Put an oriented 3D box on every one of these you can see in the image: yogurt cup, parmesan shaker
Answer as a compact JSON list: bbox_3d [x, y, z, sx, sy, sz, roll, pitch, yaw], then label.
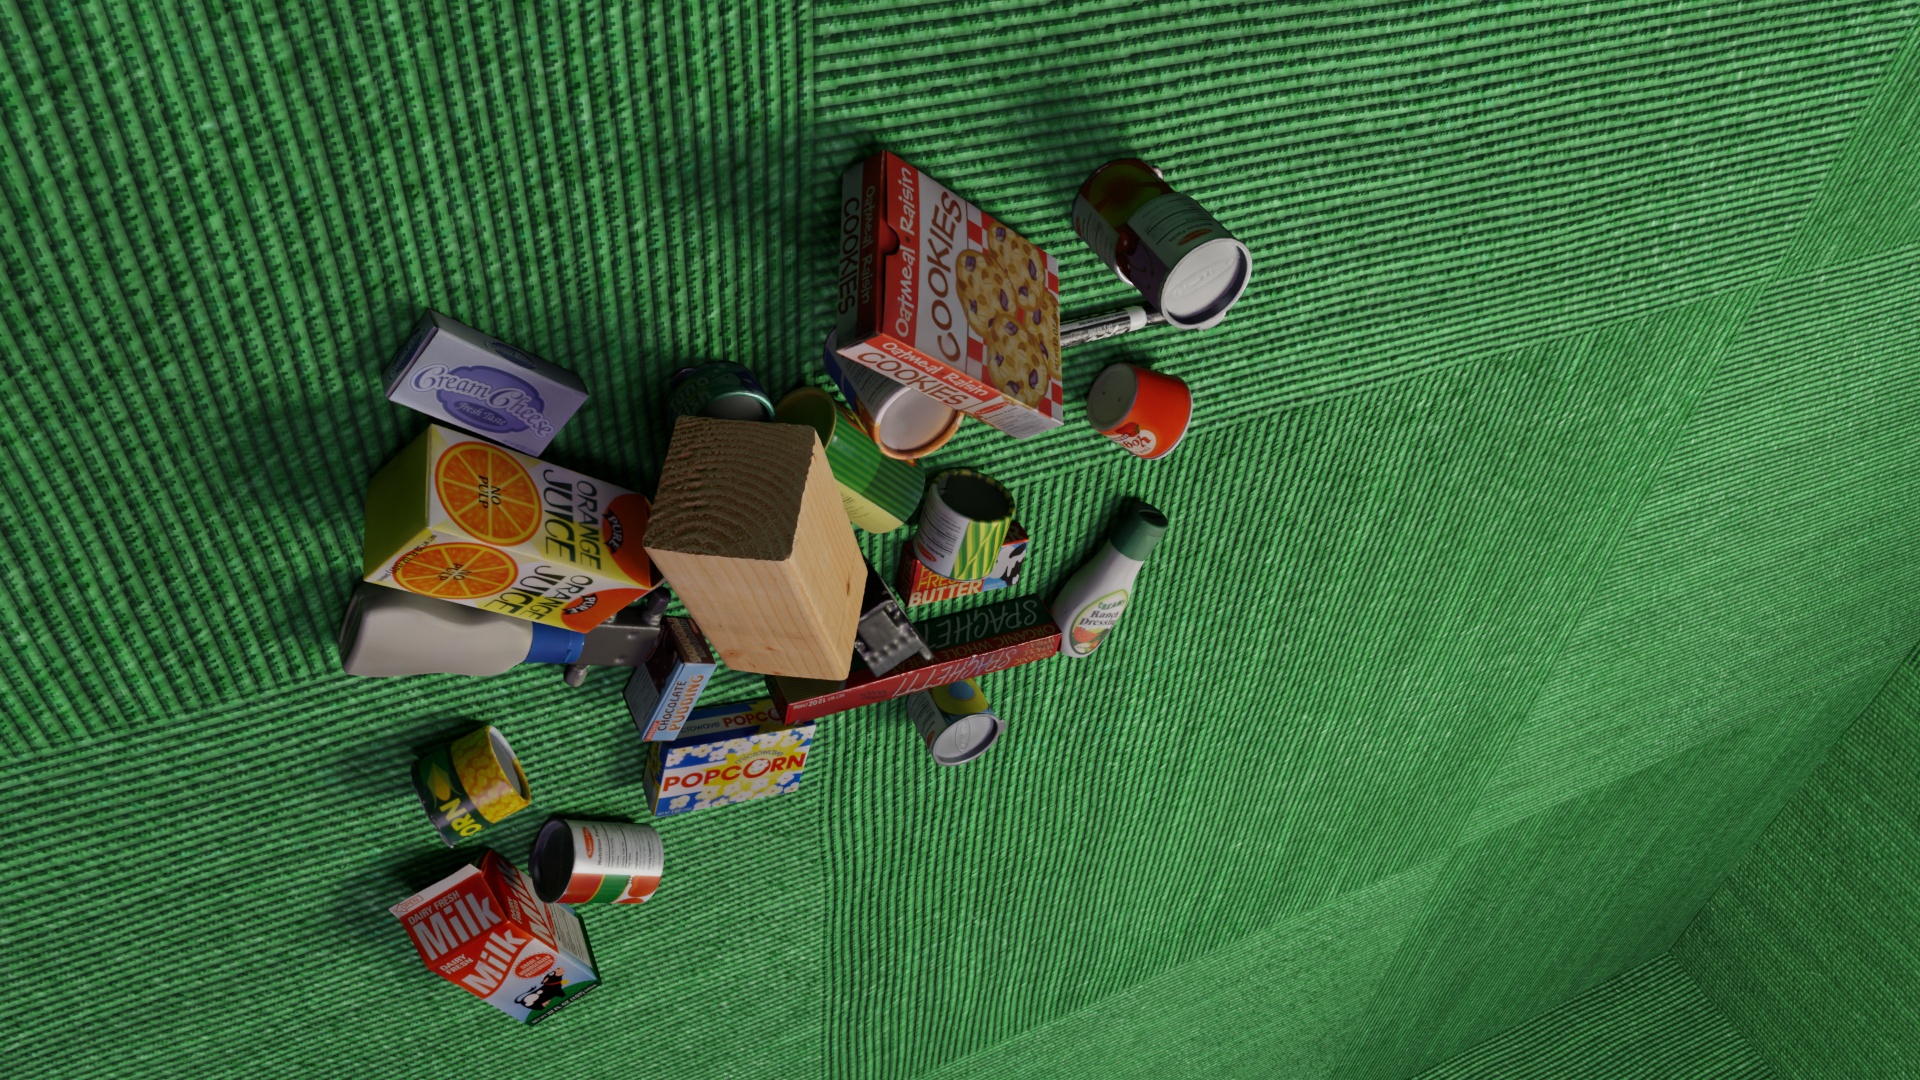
[{"bbox_3d":[0.132,-0.100,1.040,0.054,0.073,0.072,18,119,-35],"label":"yogurt cup"},{"bbox_3d":[-0.081,-0.054,0.944,0.071,0.071,0.103,-43,141,12],"label":"parmesan shaker"}]

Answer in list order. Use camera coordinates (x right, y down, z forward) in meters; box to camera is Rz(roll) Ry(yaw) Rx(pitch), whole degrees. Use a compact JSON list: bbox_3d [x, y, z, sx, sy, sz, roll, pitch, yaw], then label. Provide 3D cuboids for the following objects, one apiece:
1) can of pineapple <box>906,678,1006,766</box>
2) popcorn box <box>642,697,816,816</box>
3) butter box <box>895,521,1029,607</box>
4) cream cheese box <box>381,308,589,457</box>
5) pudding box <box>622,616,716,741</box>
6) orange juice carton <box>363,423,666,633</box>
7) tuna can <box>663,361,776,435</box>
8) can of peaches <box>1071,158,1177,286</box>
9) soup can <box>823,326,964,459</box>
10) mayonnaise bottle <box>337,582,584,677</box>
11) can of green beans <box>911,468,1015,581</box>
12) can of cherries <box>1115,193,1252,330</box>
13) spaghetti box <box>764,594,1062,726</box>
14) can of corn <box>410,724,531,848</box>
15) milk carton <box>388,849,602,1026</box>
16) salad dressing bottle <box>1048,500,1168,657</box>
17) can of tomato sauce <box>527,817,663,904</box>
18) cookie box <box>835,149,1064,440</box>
[{"bbox_3d":[-0.005,0.153,1.209,0.071,0.058,0.070,-19,139,-17],"label":"can of pineapple"},{"bbox_3d":[-0.187,0.173,1.122,0.127,0.038,0.084,-6,133,-30],"label":"popcorn box"},{"bbox_3d":[0.002,0.019,1.103,0.104,0.024,0.052,-10,136,-25],"label":"butter box"},{"bbox_3d":[-0.275,-0.089,0.806,0.053,0.024,0.104,-47,139,16],"label":"cream cheese box"},{"bbox_3d":[-0.215,0.103,1.023,0.030,0.050,0.083,7,126,-40],"label":"pudding box"},{"bbox_3d":[-0.258,0.002,0.857,0.071,0.073,0.192,-31,146,32],"label":"orange juice carton"},{"bbox_3d":[-0.155,-0.080,0.889,0.071,0.033,0.070,-19,139,-17],"label":"tuna can"},{"bbox_3d":[0.118,-0.211,0.919,0.071,0.058,0.070,-18,138,-17],"label":"can of peaches"},{"bbox_3d":[-0.042,-0.101,0.904,0.071,0.084,0.071,-19,139,-17],"label":"soup can"},{"bbox_3d":[-0.325,0.061,0.915,0.148,0.041,0.064,6,128,-39],"label":"mayonnaise bottle"},{"bbox_3d":[0.002,-0.012,1.038,0.071,0.071,0.057,-5,132,-30],"label":"can of green beans"},{"bbox_3d":[0.140,-0.175,0.877,0.072,0.058,0.071,-20,139,-18],"label":"can of cherries"},{"bbox_3d":[-0.034,0.095,1.137,0.251,0.050,0.028,-12,138,-24],"label":"spaghetti box"},{"bbox_3d":[-0.348,0.175,0.991,0.058,0.071,0.070,-27,140,-8],"label":"can of corn"},{"bbox_3d":[-0.372,0.314,1.115,0.072,0.074,0.189,-30,140,-3],"label":"milk carton"},{"bbox_3d":[0.125,0.033,1.185,0.064,0.044,0.147,4,128,-38],"label":"salad dressing bottle"},{"bbox_3d":[-0.293,0.260,1.119,0.083,0.071,0.071,15,121,-43],"label":"can of tomato sauce"},{"bbox_3d":[-0.002,-0.147,0.853,0.040,0.123,0.167,-17,154,38],"label":"cookie box"}]
